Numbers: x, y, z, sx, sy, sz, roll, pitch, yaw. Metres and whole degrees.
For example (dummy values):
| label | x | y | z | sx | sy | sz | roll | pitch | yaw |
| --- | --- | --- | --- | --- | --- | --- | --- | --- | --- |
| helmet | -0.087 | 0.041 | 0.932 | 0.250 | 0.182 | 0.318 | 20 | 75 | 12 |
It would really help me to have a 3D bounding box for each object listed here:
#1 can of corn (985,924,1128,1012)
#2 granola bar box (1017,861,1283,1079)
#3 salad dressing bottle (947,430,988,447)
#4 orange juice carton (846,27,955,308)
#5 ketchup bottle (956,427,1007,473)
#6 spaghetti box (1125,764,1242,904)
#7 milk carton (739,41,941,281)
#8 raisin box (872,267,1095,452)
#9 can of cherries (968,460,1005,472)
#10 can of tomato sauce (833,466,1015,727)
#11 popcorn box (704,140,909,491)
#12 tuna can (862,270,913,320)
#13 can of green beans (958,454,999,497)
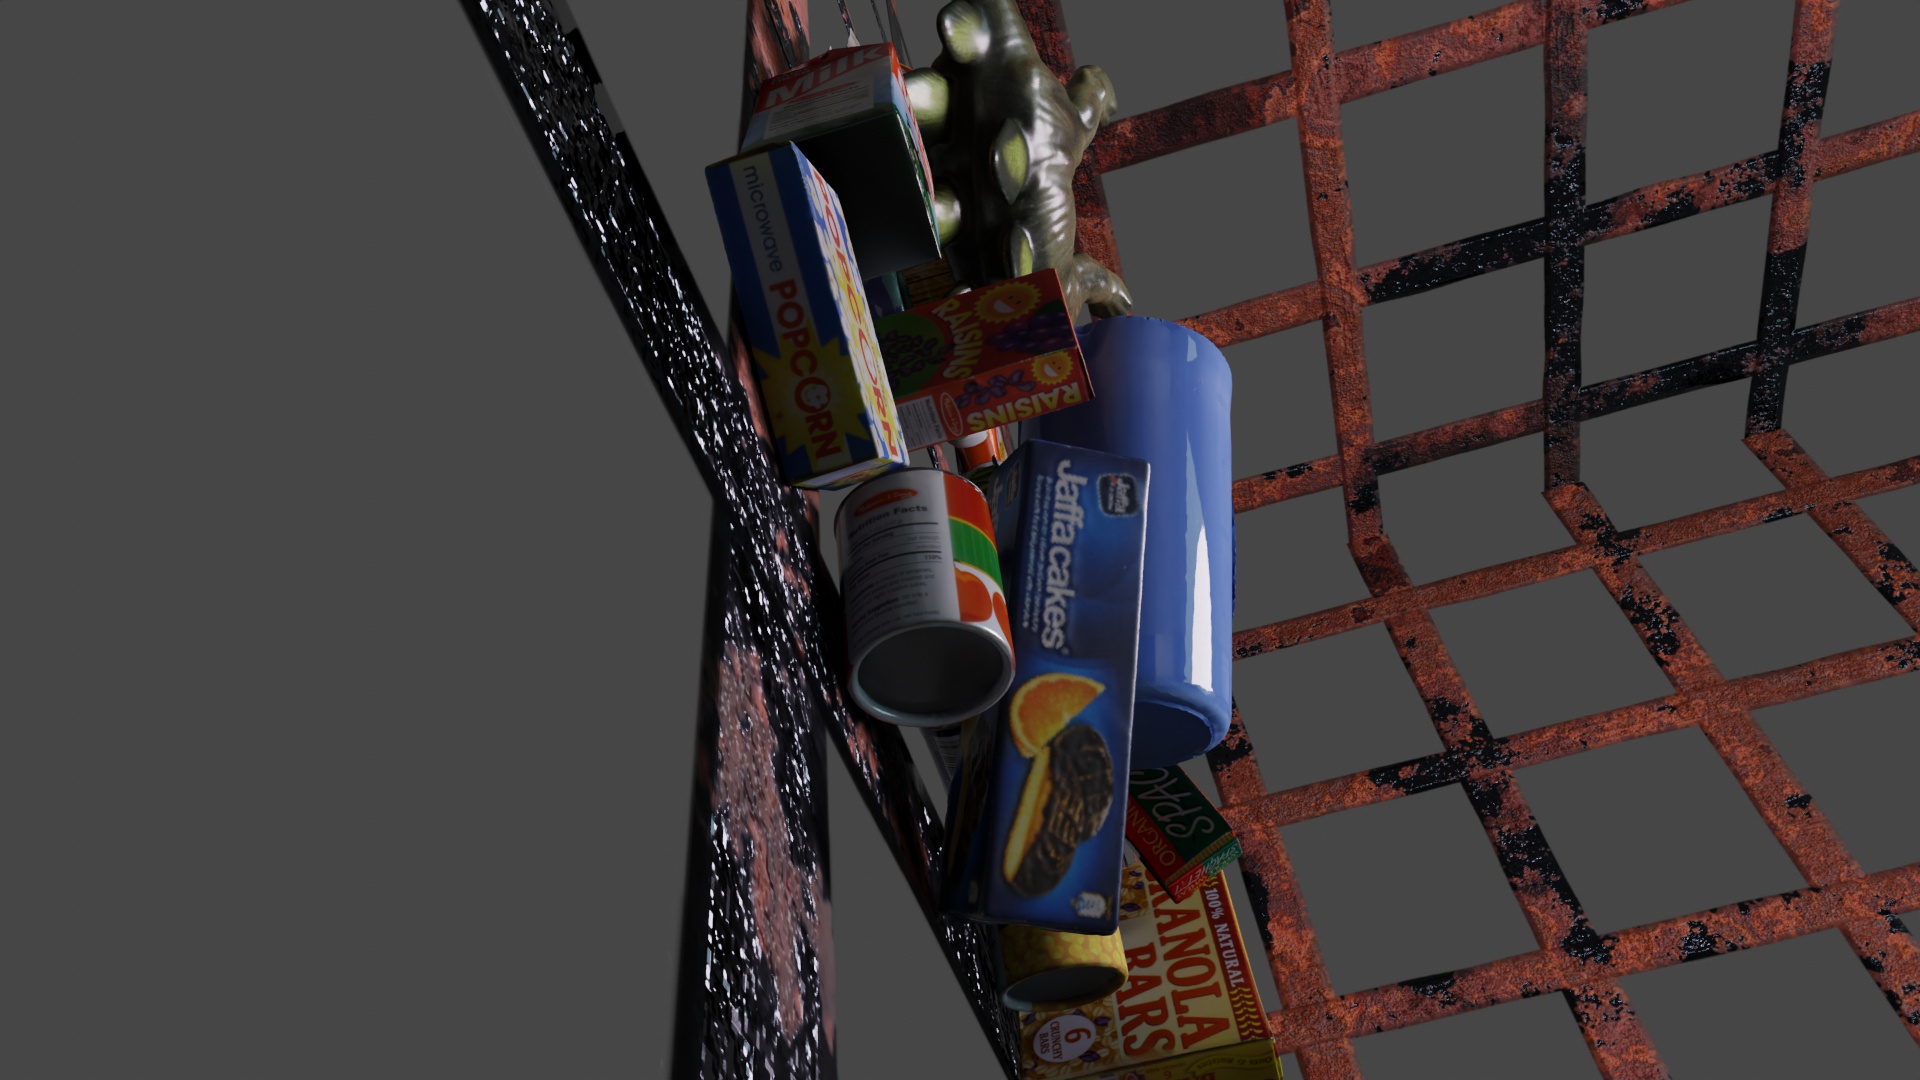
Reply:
| label | x | y | z | sx | sy | sz | roll | pitch | yaw |
| --- | --- | --- | --- | --- | --- | --- | --- | --- | --- |
| can of corn | 0.048 | 0.194 | 0.689 | 0.071 | 0.071 | 0.058 | 67 | 10 | -52 |
| granola bar box | 0.093 | 0.235 | 0.740 | 0.166 | 0.124 | 0.039 | -90 | 166 | -70 |
| salad dressing bottle | -0.001 | -0.104 | 1.123 | 0.148 | 0.044 | 0.064 | -68 | 141 | -80 |
| orange juice carton | -0.045 | -0.247 | 0.942 | 0.072 | 0.073 | 0.192 | -92 | 165 | -62 |
| ketchup bottle | 0.017 | -0.089 | 1.265 | 0.065 | 0.043 | 0.148 | -87 | 161 | -72 |
| spaghetti box | 0.075 | 0.110 | 0.830 | 0.251 | 0.050 | 0.028 | 50 | -7 | 44 |
| milk carton | -0.056 | -0.192 | 0.687 | 0.191 | 0.073 | 0.072 | -96 | 170 | -59 |
| raisin box | 0.003 | -0.096 | 0.755 | 0.086 | 0.123 | 0.040 | -99 | 171 | -51 |
| can of cherries | 0.032 | -0.021 | 1.102 | 0.058 | 0.071 | 0.071 | -91 | 165 | -67 |
| can of tomato sauce | -0.014 | 0.024 | 0.555 | 0.071 | 0.071 | 0.083 | 69 | 9 | -45 |
| popcorn box | -0.059 | -0.086 | 0.557 | 0.085 | 0.038 | 0.126 | -1 | 75 | -85 |
| tuna can | -0.047 | -0.140 | 0.835 | 0.071 | 0.033 | 0.071 | -18 | 93 | -84 |
| can of green beans | 0.004 | -0.008 | 0.854 | 0.071 | 0.058 | 0.071 | -18 | 93 | -84 |
